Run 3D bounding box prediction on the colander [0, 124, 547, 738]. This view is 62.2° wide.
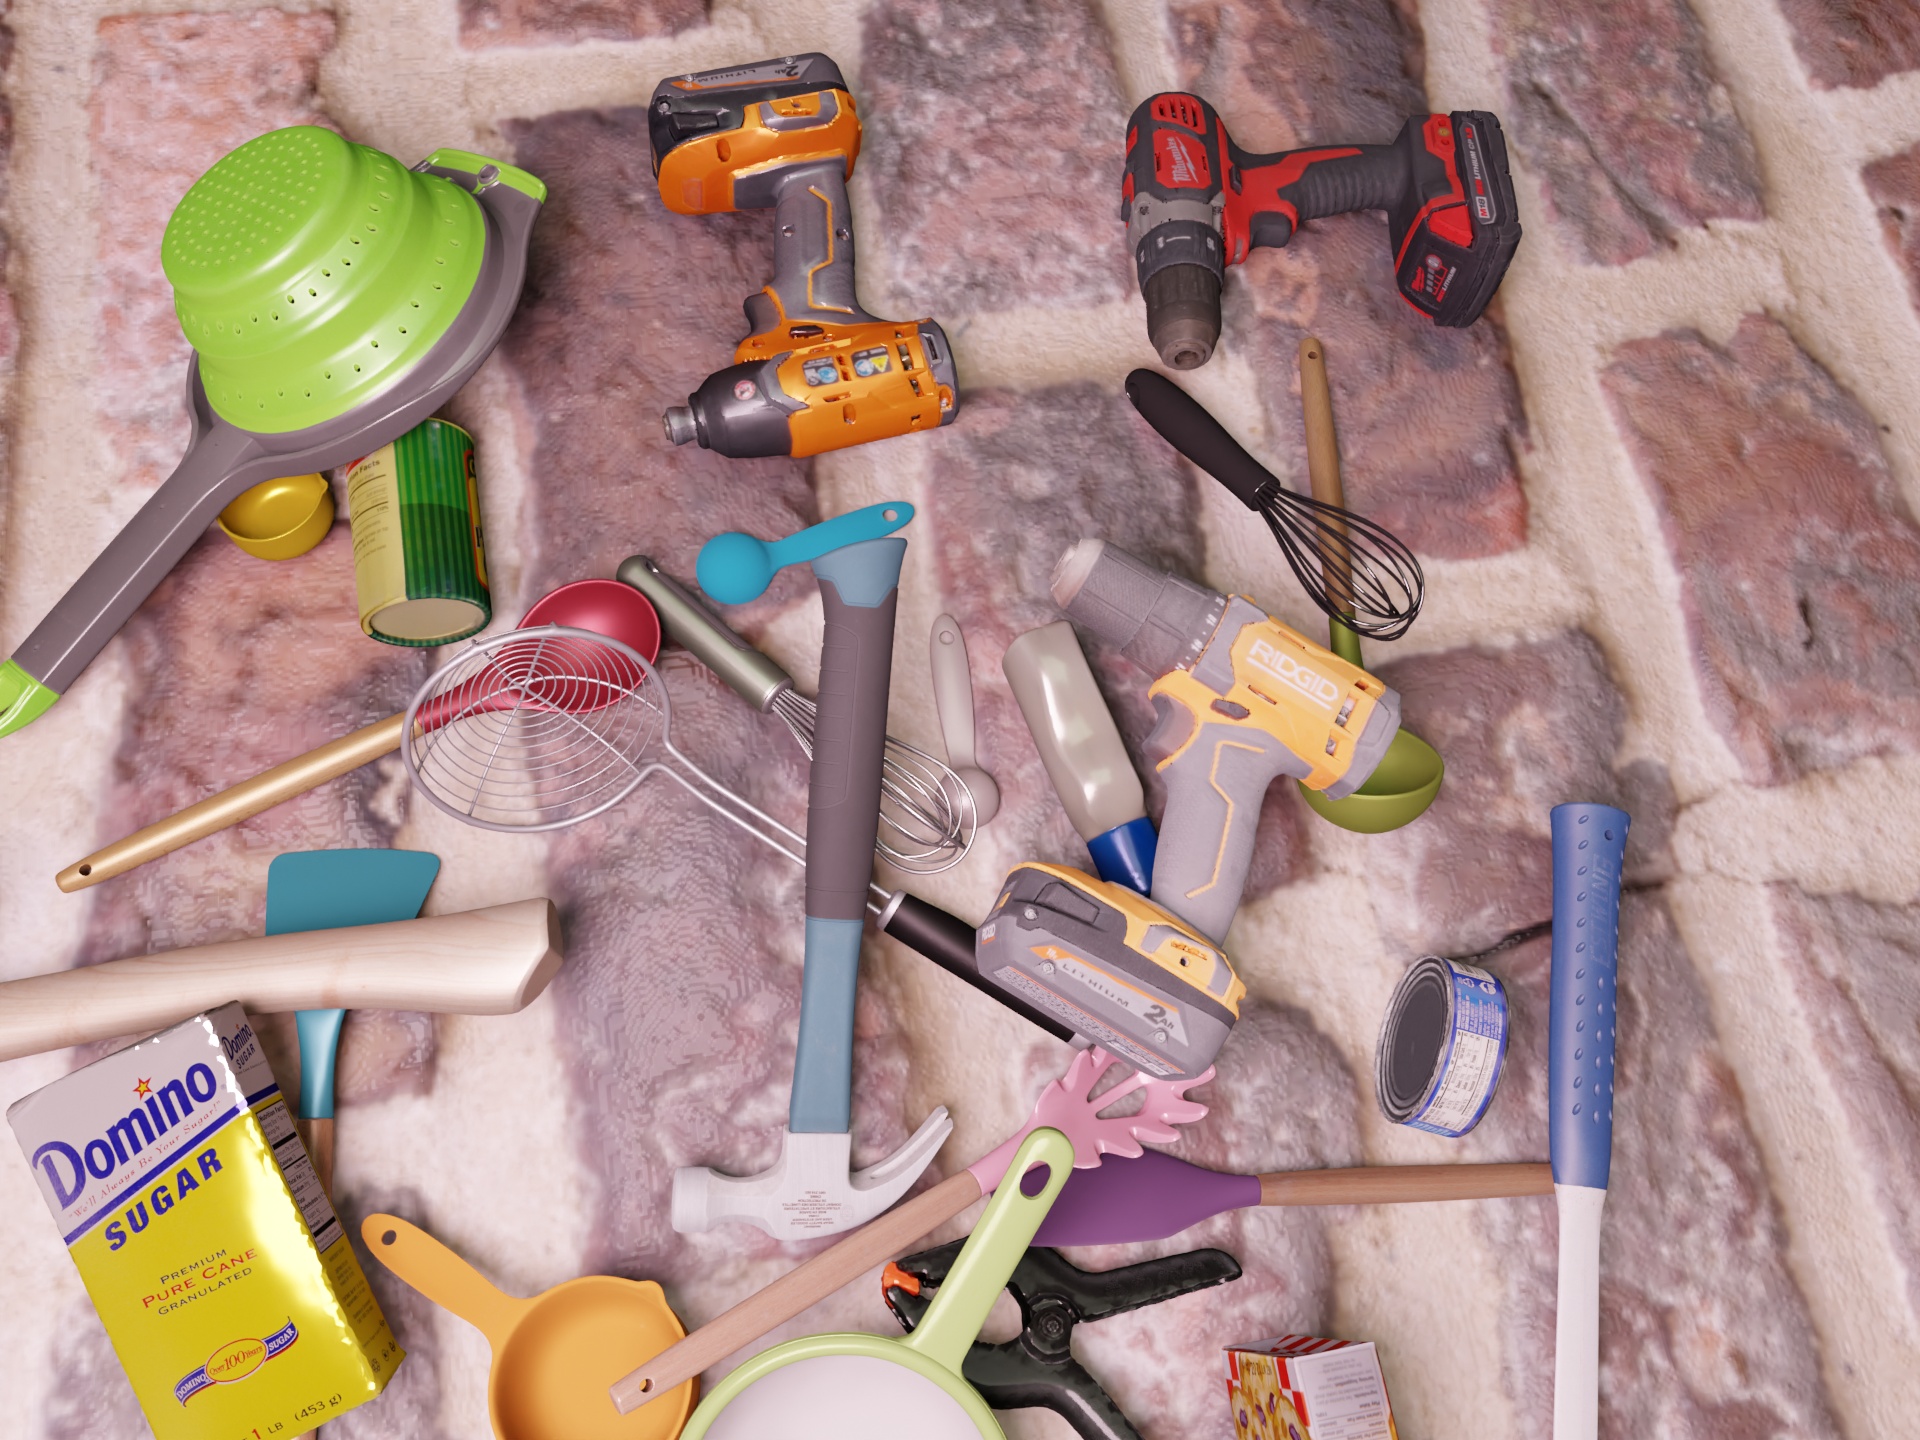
[{"bbox_3d":[-0.380,-0.168,0.796,0.205,0.094,0.397,27,74,32],"label":"colander"}]

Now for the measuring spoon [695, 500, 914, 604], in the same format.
[{"bbox_3d":[-0.084,-0.101,0.878,0.128,0.021,0.042,-21,74,-13],"label":"measuring spoon"}]

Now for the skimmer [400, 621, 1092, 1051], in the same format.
[{"bbox_3d":[-0.094,0.074,0.776,0.363,0.127,0.090,32,26,0],"label":"skimmer"}]

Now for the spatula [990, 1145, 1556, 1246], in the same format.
[{"bbox_3d":[0.170,0.229,0.786,0.316,0.018,0.060,1,39,-9],"label":"spatula"}]

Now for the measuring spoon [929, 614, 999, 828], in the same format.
[{"bbox_3d":[-0.001,-0.003,0.855,0.034,0.018,0.124,-5,70,-9],"label":"measuring spoon"}]

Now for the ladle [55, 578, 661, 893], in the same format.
[{"bbox_3d":[-0.300,0.012,0.808,0.315,0.031,0.069,-26,83,-13],"label":"ladle"}]

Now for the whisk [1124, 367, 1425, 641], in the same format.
[{"bbox_3d":[0.168,-0.128,0.882,0.055,0.055,0.239,-31,58,-17],"label":"whisk"}]

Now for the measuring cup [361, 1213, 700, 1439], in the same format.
[{"bbox_3d":[-0.194,0.275,0.713,0.174,0.052,0.095,28,67,15],"label":"measuring cup"}]

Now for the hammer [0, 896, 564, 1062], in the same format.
[{"bbox_3d":[-0.390,0.119,0.724,0.410,0.038,0.146,-9,70,-2],"label":"hammer"}]

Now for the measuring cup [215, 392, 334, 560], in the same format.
[{"bbox_3d":[-0.371,-0.152,0.866,0.062,0.029,0.157,-12,59,-3],"label":"measuring cup"}]

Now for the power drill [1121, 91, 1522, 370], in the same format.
[{"bbox_3d":[0.210,-0.289,0.953,0.226,0.080,0.188,2,64,-3],"label":"power drill"}]

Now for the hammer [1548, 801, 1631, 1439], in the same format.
[{"bbox_3d":[0.297,0.238,0.775,0.144,0.035,0.406,11,72,-9],"label":"hammer"}]

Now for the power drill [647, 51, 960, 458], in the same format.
[{"bbox_3d":[-0.109,-0.255,0.904,0.164,0.084,0.227,-15,76,-12],"label":"power drill"}]

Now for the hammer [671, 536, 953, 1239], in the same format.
[{"bbox_3d":[-0.059,0.078,0.745,0.128,0.033,0.331,4,93,-9],"label":"hammer"}]

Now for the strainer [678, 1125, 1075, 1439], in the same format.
[{"bbox_3d":[-0.023,0.286,0.694,0.151,0.069,0.256,30,87,-1],"label":"strainer"}]

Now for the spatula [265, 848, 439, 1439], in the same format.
[{"bbox_3d":[-0.296,0.212,0.737,0.082,0.044,0.318,0,74,-7],"label":"spatula"}]

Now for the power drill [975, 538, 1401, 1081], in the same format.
[{"bbox_3d":[0.090,0.033,0.765,0.185,0.084,0.226,32,71,-3],"label":"power drill"}]

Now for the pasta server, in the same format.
[{"bbox_3d":[-0.014,0.224,0.727,0.316,0.040,0.060,-23,79,-28],"label":"pasta server"}]

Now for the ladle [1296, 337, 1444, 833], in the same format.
[{"bbox_3d":[0.214,-0.087,0.895,0.078,0.062,0.320,-1,67,1],"label":"ladle"}]

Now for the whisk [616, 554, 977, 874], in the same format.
[{"bbox_3d":[-0.089,-0.008,0.833,0.246,0.057,0.059,40,99,12],"label":"whisk"}]
